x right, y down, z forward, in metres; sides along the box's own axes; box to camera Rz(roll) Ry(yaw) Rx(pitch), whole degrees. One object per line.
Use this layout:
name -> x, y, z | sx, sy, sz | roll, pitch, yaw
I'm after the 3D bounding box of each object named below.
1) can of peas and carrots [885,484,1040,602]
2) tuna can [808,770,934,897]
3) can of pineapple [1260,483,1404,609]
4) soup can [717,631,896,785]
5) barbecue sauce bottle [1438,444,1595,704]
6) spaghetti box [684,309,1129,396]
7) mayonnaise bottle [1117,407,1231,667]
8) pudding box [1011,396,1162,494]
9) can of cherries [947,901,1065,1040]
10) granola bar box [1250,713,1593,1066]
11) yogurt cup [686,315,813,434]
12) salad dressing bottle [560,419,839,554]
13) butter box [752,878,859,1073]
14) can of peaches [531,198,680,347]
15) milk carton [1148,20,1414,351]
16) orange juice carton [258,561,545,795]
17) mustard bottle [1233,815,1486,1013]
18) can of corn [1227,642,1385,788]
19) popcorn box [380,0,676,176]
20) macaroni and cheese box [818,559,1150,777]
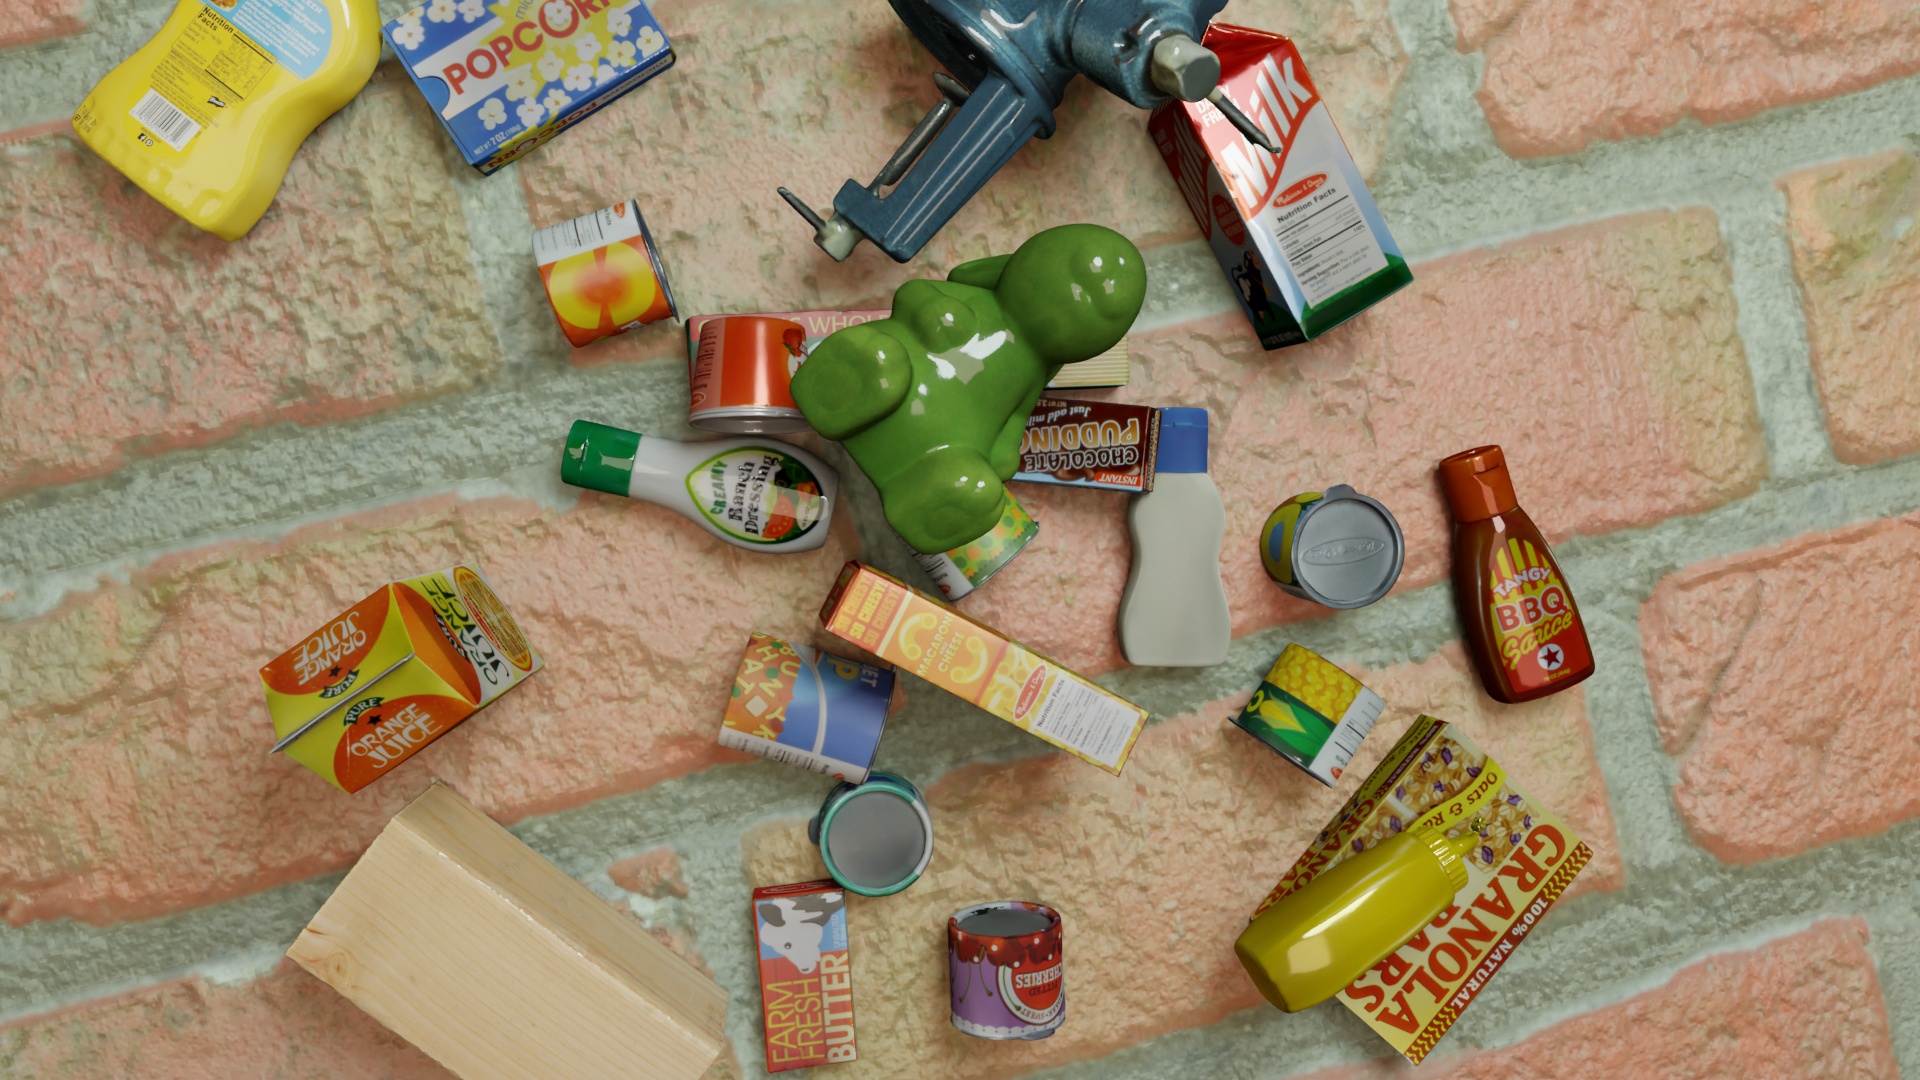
can of peas and carrots -> 0.003, -0.010, 0.776 | 0.071, 0.071, 0.058 | -40, 96, -3
tuna can -> -0.051, 0.168, 0.793 | 0.071, 0.033, 0.071 | 0, 93, -7
can of pineapple -> 0.214, 0.003, 0.804 | 0.071, 0.058, 0.071 | 0, 93, -7
soup can -> -0.084, 0.090, 0.770 | 0.084, 0.071, 0.071 | 17, 91, -7
barbecue sauce bottle -> 0.324, 0.018, 0.825 | 0.065, 0.043, 0.148 | -20, 94, -4
spaghetti box -> -0.029, -0.107, 0.786 | 0.250, 0.029, 0.050 | -3, 94, -7
mayonnaise bottle -> 0.124, -0.002, 0.803 | 0.065, 0.041, 0.148 | 1, 91, -3
pudding box -> 0.068, -0.054, 0.783 | 0.084, 0.030, 0.049 | 7, 92, 21
can of cherries -> 0.028, 0.243, 0.787 | 0.071, 0.071, 0.058 | -2, 92, -6
granola bar box -> 0.274, 0.206, 0.830 | 0.124, 0.039, 0.165 | 41, 87, -5
yogurt cup -> -0.109, -0.086, 0.731 | 0.072, 0.072, 0.054 | 0, 86, -7
salad dressing bottle -> -0.143, -0.033, 0.768 | 0.148, 0.044, 0.064 | 13, 92, -7
butter box -> -0.089, 0.249, 0.797 | 0.053, 0.024, 0.103 | -5, 93, -7
can of peaches -> -0.190, -0.141, 0.748 | 0.058, 0.071, 0.071 | -19, 95, -5
milk carton -> 0.169, -0.209, 0.783 | 0.073, 0.072, 0.190 | -30, 97, -4
orange juice carton -> -0.273, 0.065, 0.683 | 0.072, 0.193, 0.073 | -34, 95, -3
mustard bottle -> 0.232, 0.201, 0.773 | 0.160, 0.065, 0.049 | -30, 90, -8
can of corn -> 0.200, 0.099, 0.804 | 0.071, 0.071, 0.058 | 35, 88, -7
popcorn box -> -0.230, -0.268, 0.751 | 0.127, 0.038, 0.085 | -33, 97, -4
macaroni and cheese box -> 0.007, 0.064, 0.750 | 0.166, 0.123, 0.040 | 28, 87, -7
